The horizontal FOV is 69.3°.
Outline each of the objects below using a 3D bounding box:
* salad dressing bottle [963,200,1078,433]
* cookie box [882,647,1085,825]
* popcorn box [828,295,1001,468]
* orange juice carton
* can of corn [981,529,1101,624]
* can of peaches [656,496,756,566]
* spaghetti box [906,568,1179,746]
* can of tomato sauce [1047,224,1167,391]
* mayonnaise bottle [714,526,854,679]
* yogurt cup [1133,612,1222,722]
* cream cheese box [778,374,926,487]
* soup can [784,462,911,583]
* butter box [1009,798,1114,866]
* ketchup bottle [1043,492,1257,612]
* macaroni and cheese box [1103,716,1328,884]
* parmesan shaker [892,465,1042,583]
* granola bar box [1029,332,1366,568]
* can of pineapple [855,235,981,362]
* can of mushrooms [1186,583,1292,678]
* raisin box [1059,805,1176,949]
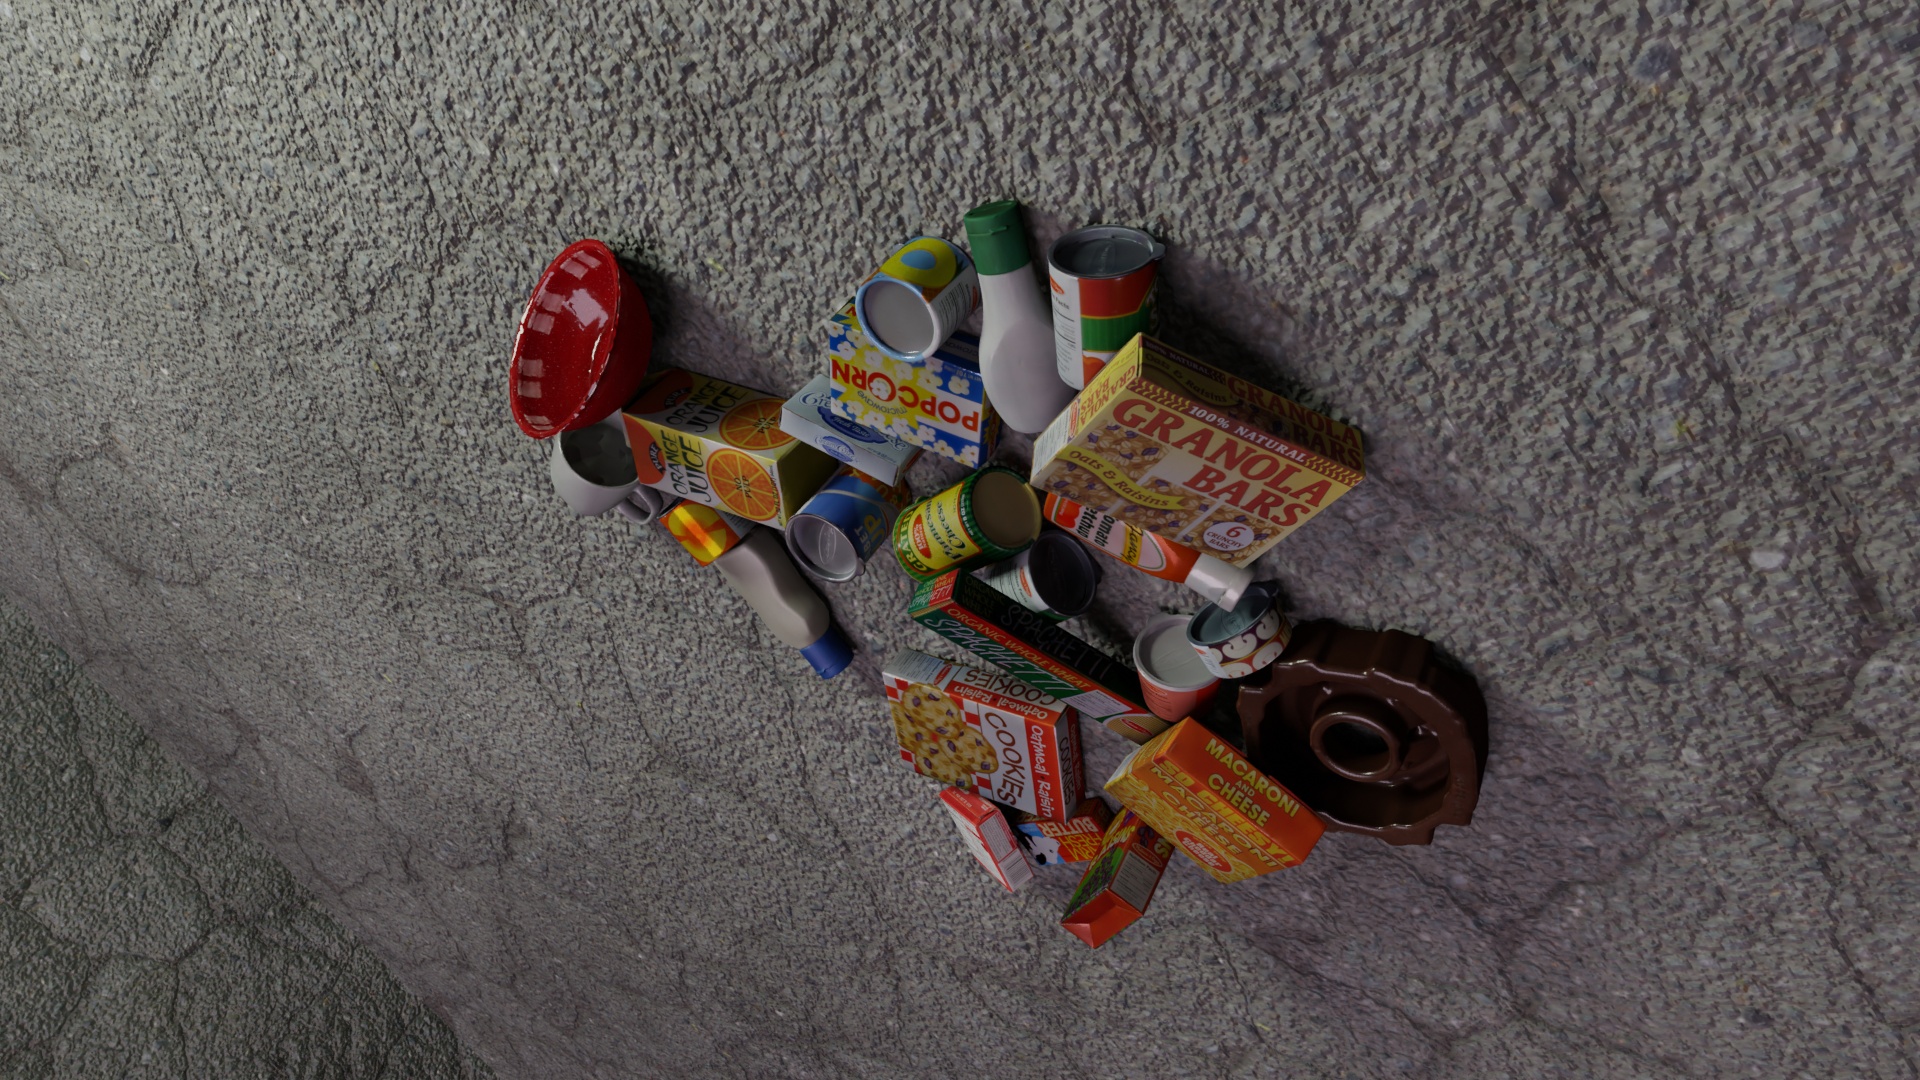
[{"bbox_3d":[0.037,-0.144,0.900,0.064,0.044,0.147,-16,116,-1],"label":"salad dressing bottle"},{"bbox_3d":[0.022,0.167,1.199,0.167,0.040,0.122,14,133,27],"label":"cookie box"},{"bbox_3d":[-0.031,-0.112,0.987,0.127,0.038,0.084,22,137,18],"label":"popcorn box"},{"bbox_3d":[-0.200,-0.079,1.113,0.193,0.073,0.071,18,135,23],"label":"orange juice carton"},{"bbox_3d":[0.060,0.032,1.033,0.071,0.071,0.058,49,139,-12],"label":"can of corn"},{"bbox_3d":[-0.215,-0.019,1.183,0.058,0.071,0.071,49,138,-12],"label":"can of peaches"},{"bbox_3d":[0.071,0.091,1.027,0.250,0.029,0.050,31,145,-30],"label":"spaghetti box"},{"bbox_3d":[0.092,-0.142,0.853,0.071,0.071,0.082,14,134,26],"label":"can of tomato sauce"},{"bbox_3d":[-0.152,0.057,1.225,0.064,0.041,0.148,-19,114,46],"label":"mayonnaise bottle"},{"bbox_3d":[0.161,0.096,1.017,0.072,0.073,0.053,18,143,22],"label":"yogurt cup"},{"bbox_3d":[-0.078,-0.083,1.036,0.104,0.054,0.024,27,135,13],"label":"cream cheese box"},{"bbox_3d":[-0.083,-0.016,1.076,0.071,0.084,0.071,20,136,21],"label":"soup can"},{"bbox_3d":[0.097,0.261,1.238,0.103,0.024,0.053,-20,113,45],"label":"butter box"},{"bbox_3d":[0.132,-0.005,0.957,0.149,0.044,0.064,32,140,12],"label":"ketchup bottle"},{"bbox_3d":[0.185,0.196,1.036,0.124,0.040,0.166,38,160,4],"label":"macaroni and cheese box"},{"bbox_3d":[0.004,-0.013,1.023,0.071,0.072,0.102,49,144,-11],"label":"parmesan shaker"},{"bbox_3d":[0.145,-0.052,0.863,0.165,0.039,0.123,21,143,-20],"label":"granola bar box"},{"bbox_3d":[-0.030,-0.162,0.928,0.071,0.058,0.070,20,136,21],"label":"can of pineapple"},{"bbox_3d":[0.195,0.061,0.960,0.071,0.071,0.033,-16,115,43],"label":"can of mushrooms"},{"bbox_3d":[0.137,0.262,1.135,0.040,0.124,0.085,36,139,1],"label":"raisin box"}]
